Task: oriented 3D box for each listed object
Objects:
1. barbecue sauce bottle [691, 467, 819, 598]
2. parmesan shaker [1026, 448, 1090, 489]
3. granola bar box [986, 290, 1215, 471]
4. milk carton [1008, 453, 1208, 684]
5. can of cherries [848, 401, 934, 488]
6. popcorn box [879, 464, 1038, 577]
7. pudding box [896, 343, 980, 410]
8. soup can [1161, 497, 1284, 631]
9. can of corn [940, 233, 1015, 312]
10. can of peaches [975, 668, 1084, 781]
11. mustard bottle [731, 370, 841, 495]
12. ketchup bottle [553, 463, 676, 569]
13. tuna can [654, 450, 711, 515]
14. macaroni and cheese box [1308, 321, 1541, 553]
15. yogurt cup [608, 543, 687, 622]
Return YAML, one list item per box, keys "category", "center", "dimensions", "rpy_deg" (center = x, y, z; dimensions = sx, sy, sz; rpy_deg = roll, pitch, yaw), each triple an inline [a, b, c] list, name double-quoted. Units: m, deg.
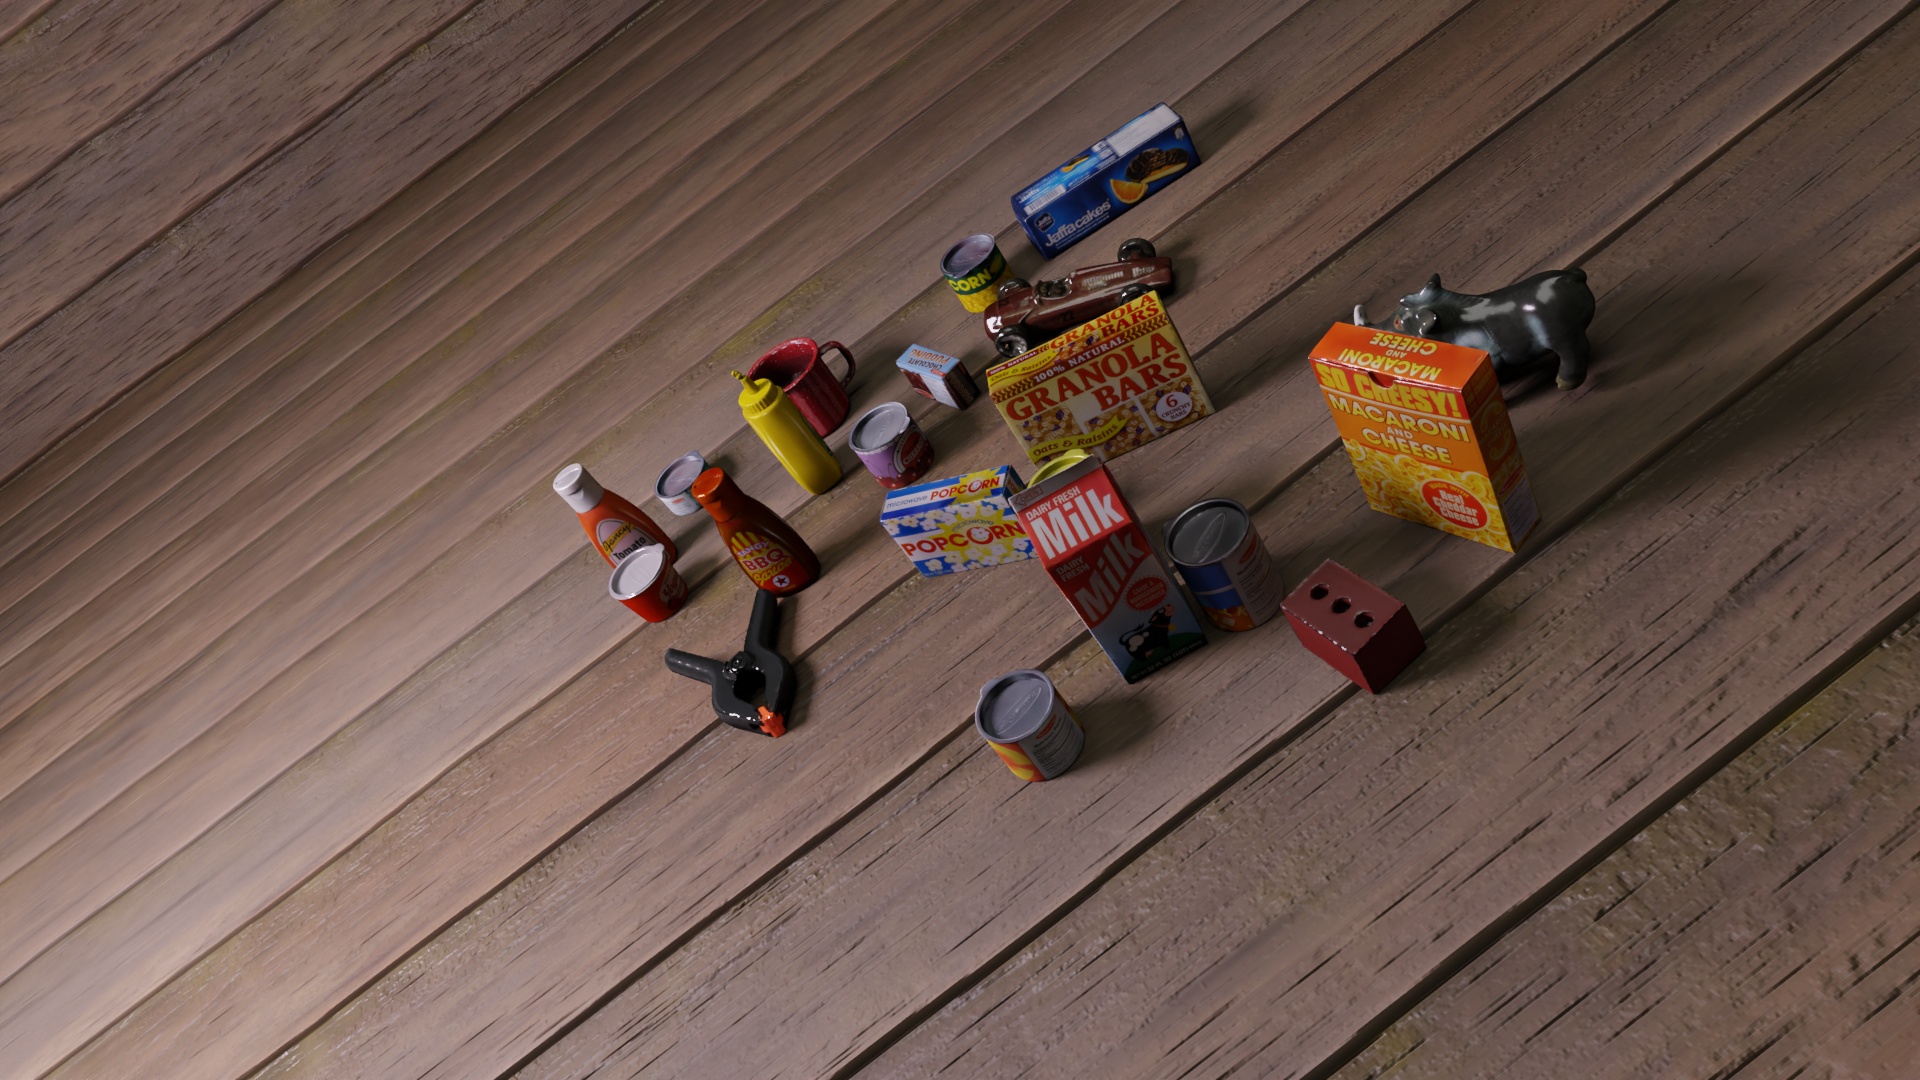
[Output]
- category: "barbecue sauce bottle"
  center: [-0.197, -0.008, 1.313]
  dimensions: [0.065, 0.148, 0.044]
  rpy_deg: [-22, 41, 18]
- category: "parmesan shaker"
  center: [0.106, -0.015, 1.134]
  dimensions: [0.071, 0.102, 0.072]
  rpy_deg: [-20, 41, 19]
- category: "granola bar box"
  center: [0.124, -0.132, 1.223]
  dimensions: [0.165, 0.123, 0.039]
  rpy_deg: [-24, 40, 15]
- category: "milk carton"
  center: [0.108, 0.015, 1.033]
  dimensions: [0.072, 0.190, 0.074]
  rpy_deg: [-29, 39, 9]
- category: "can of cherries"
  center: [-0.066, -0.093, 1.376]
  dimensions: [0.071, 0.058, 0.072]
  rpy_deg: [-20, 41, 19]
- category: "popcorn box"
  center: [0.004, -0.015, 1.223]
  dimensions: [0.126, 0.085, 0.038]
  rpy_deg: [-11, 45, 28]
- category: "pudding box"
  center: [-0.024, -0.168, 1.428]
  dimensions: [0.030, 0.049, 0.084]
  rpy_deg: [-48, 40, -14]
- category: "soup can"
  center: [0.198, 0.018, 1.048]
  dimensions: [0.071, 0.083, 0.072]
  rpy_deg: [-20, 41, 19]
- category: "can of corn"
  center: [0.019, -0.289, 1.512]
  dimensions: [0.071, 0.058, 0.071]
  rpy_deg: [-20, 41, 19]
- category: "can of peaches"
  center: [0.052, 0.139, 1.053]
  dimensions: [0.071, 0.058, 0.071]
  rpy_deg: [-20, 41, 19]
- category: "mustard bottle"
  center: [-0.180, -0.115, 1.400]
  dimensions: [0.049, 0.159, 0.065]
  rpy_deg: [-37, 39, -1]
- category: "ketchup bottle"
  center: [-0.363, -0.019, 1.446]
  dimensions: [0.065, 0.148, 0.044]
  rpy_deg: [-33, 39, 4]
- category: "tuna can"
  center: [-0.302, -0.064, 1.539]
  dimensions: [0.071, 0.032, 0.071]
  rpy_deg: [-20, 41, 19]
- category: "macaroni and cheese box"
  center: [0.328, -0.072, 0.978]
  dimensions: [0.040, 0.166, 0.124]
  rpy_deg: [-49, 40, -15]
- category: "yogurt cup"
  center: [-0.317, 0.047, 1.420]
  dimensions: [0.072, 0.053, 0.073]
  rpy_deg: [-20, 41, 19]
